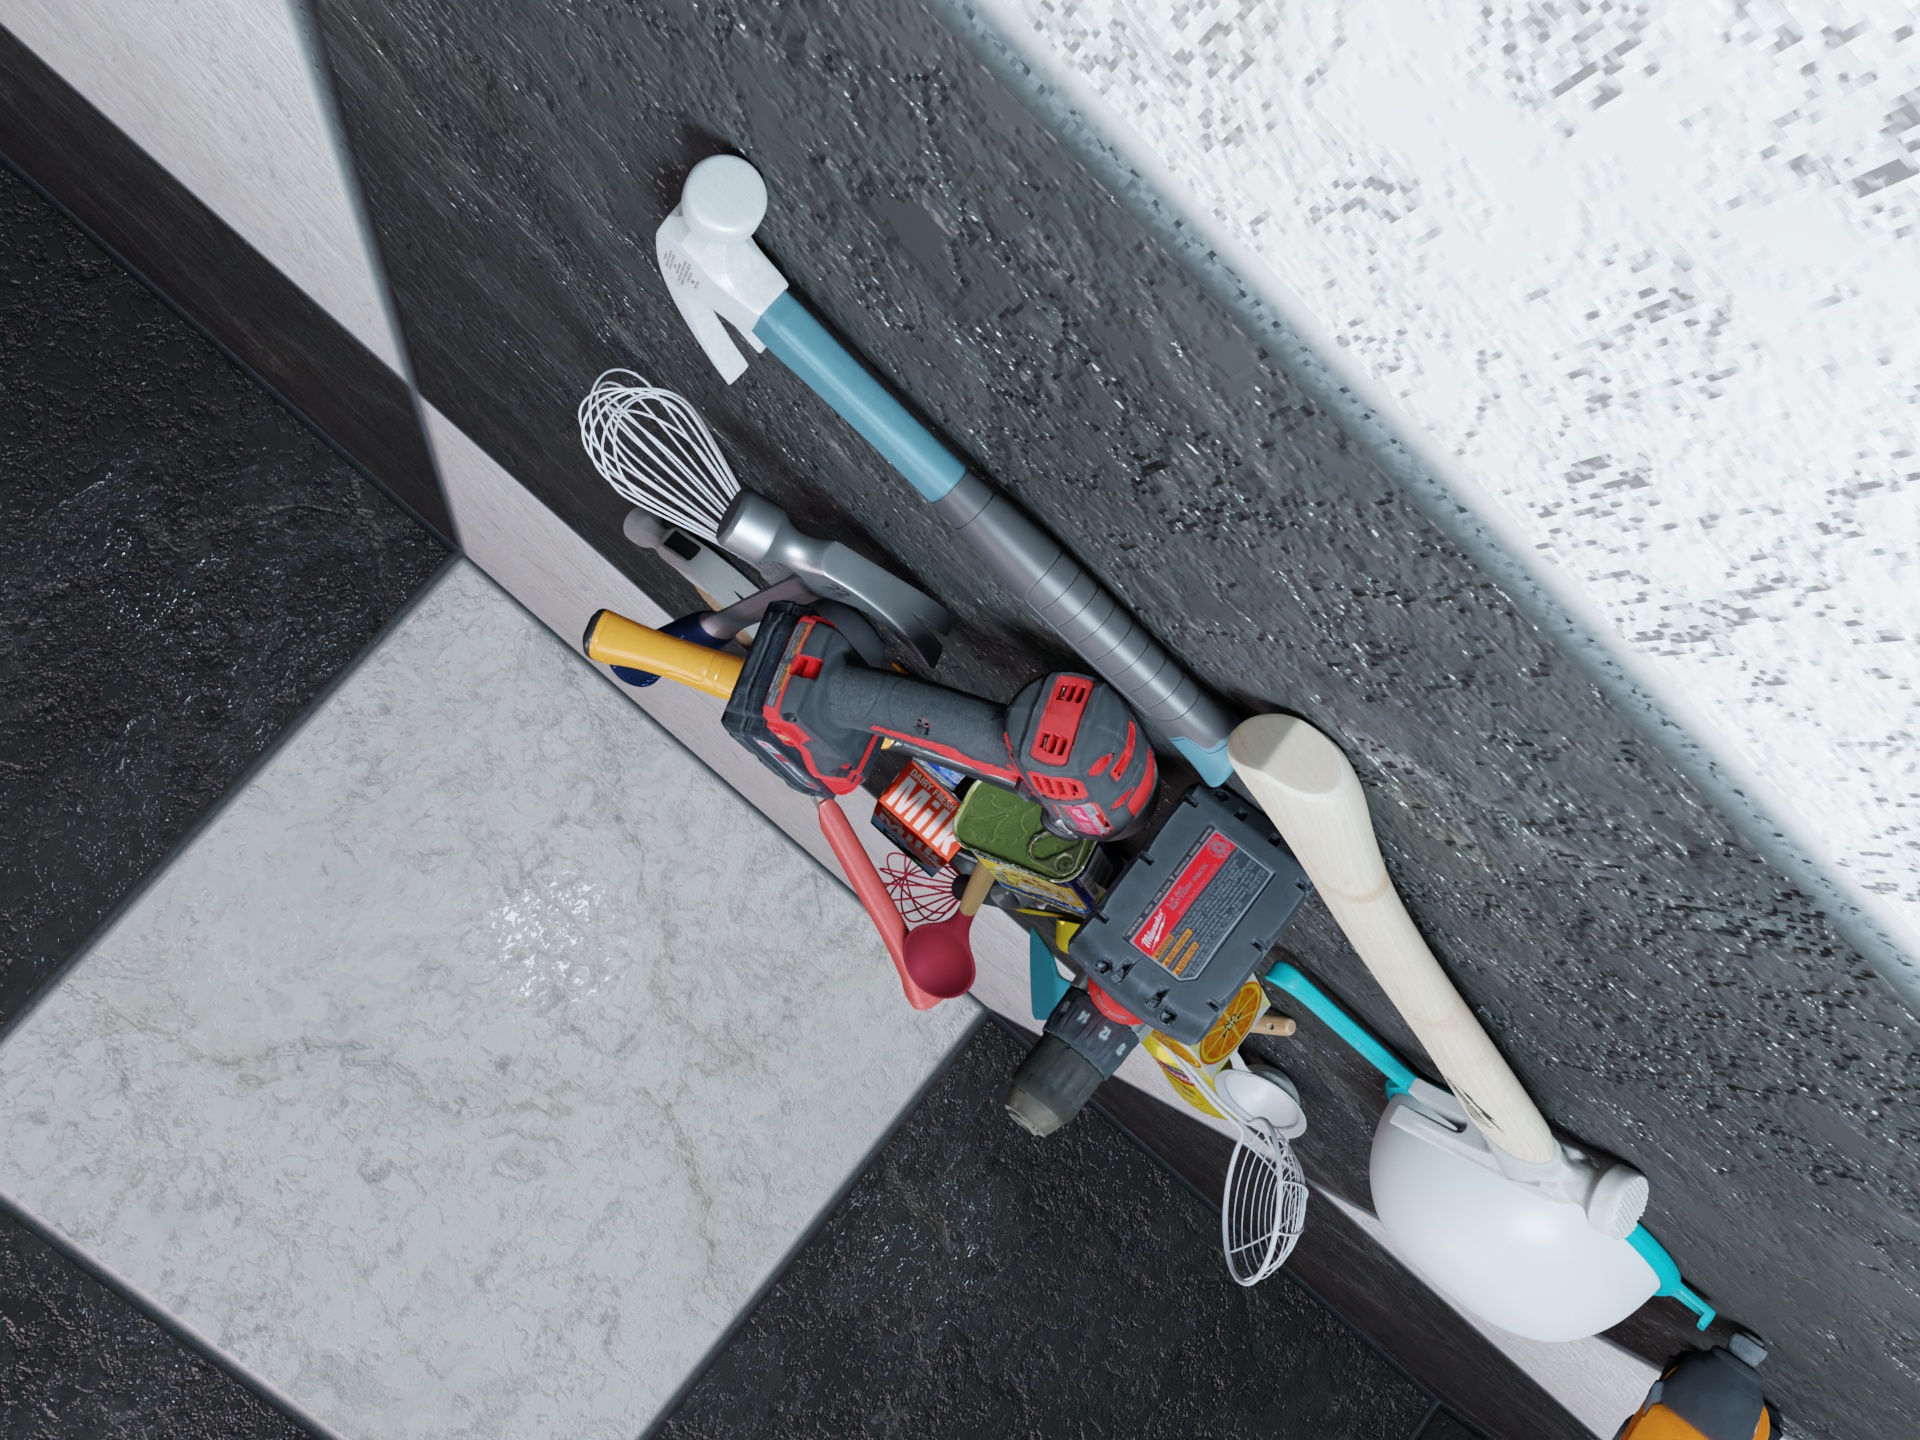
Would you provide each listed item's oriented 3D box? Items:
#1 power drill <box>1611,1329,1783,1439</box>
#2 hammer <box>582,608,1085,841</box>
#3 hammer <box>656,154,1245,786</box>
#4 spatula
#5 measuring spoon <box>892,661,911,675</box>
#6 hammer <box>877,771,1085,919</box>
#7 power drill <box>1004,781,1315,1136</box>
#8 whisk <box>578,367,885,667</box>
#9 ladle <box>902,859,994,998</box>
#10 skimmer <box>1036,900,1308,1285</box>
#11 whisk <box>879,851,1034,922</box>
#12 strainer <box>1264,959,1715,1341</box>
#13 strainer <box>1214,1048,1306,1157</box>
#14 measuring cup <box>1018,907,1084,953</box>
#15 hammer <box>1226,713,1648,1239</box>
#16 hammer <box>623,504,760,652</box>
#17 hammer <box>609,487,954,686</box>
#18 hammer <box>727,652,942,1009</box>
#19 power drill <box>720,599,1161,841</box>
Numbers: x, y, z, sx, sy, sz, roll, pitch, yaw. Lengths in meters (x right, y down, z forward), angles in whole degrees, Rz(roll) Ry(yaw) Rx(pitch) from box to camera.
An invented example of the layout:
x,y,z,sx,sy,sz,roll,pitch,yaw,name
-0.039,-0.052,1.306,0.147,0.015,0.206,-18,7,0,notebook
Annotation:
x,y,z,sx,sy,sz,roll,pitch,yaw,name
0.475,0.469,1.033,0.084,0.164,0.226,33,179,34,power drill
-0.070,0.000,0.972,0.337,0.034,0.127,20,168,0,hammer
0.005,-0.088,0.660,0.331,0.033,0.128,43,168,-13,hammer
0.146,0.223,1.280,0.044,0.082,0.317,-2,-179,-40,spatula
-0.002,-0.003,1.082,0.117,0.011,0.021,42,180,9,measuring spoon
0.036,0.120,1.368,0.146,0.035,0.335,44,168,-21,hammer
0.096,0.139,0.865,0.080,0.188,0.226,38,165,9,power drill
-0.129,-0.109,0.973,0.070,0.070,0.284,29,168,46,whisk
0.010,0.135,1.245,0.069,0.031,0.315,36,145,10,ladle
0.157,0.289,1.314,0.364,0.090,0.127,50,144,27,skimmer
-0.005,0.142,1.359,0.073,0.073,0.296,43,162,-14,whisk
0.296,0.289,1.013,0.340,0.095,0.211,41,169,-13,strainer
0.228,0.275,1.332,0.087,0.050,0.258,2,138,44,strainer
0.084,0.178,1.346,0.062,0.029,0.156,6,177,-26,measuring cup
0.217,0.129,0.779,0.146,0.038,0.410,20,156,47,hammer
-0.164,-0.058,1.345,0.130,0.031,0.331,34,168,31,hammer
-0.145,-0.058,1.008,0.144,0.035,0.405,28,163,-22,hammer
-0.094,0.104,1.334,0.149,0.037,0.358,26,147,60,hammer
-0.002,0.010,0.843,0.220,0.078,0.143,12,162,25,power drill
